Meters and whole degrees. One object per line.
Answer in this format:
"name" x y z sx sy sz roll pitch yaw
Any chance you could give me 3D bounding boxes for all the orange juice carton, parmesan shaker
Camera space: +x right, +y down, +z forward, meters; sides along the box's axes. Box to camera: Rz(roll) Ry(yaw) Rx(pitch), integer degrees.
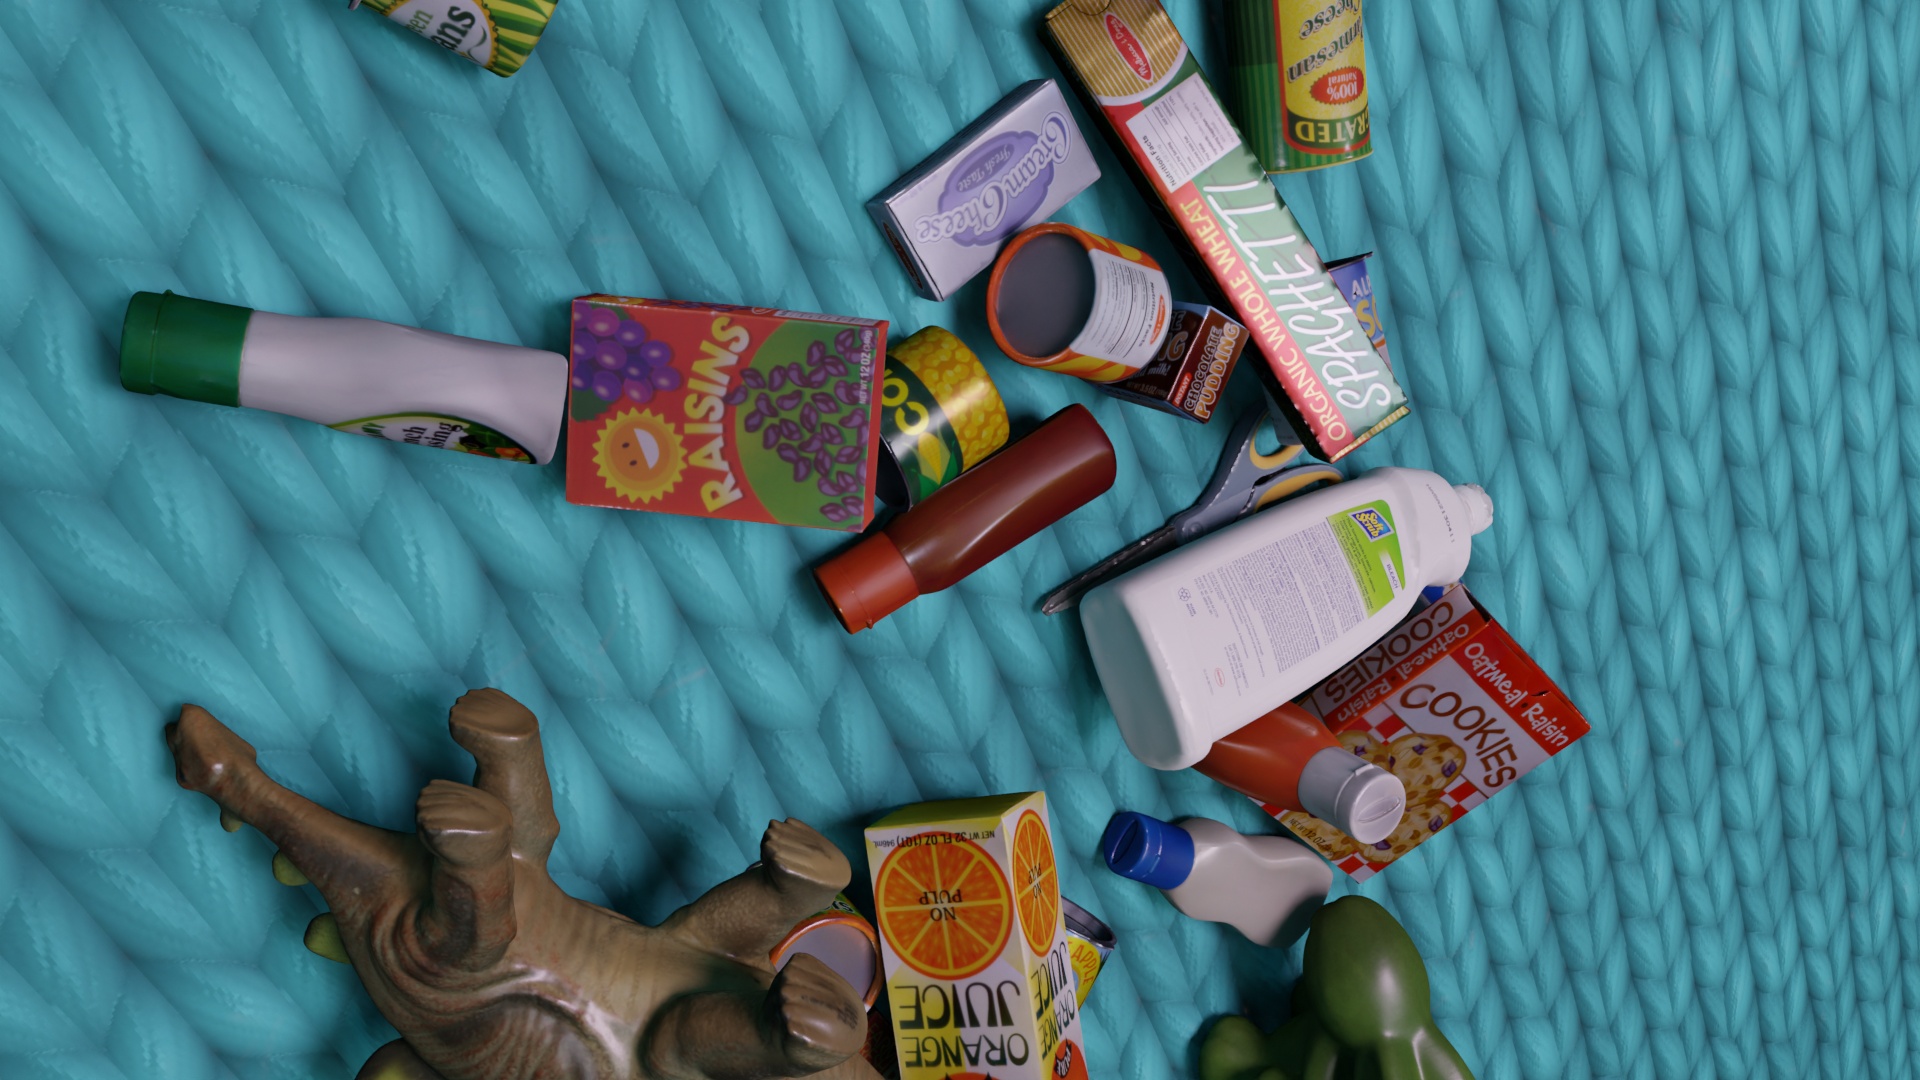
"orange juice carton" 0.012 0.224 0.669 0.073 0.072 0.192 -1 82 -71
"parmesan shaker" 0.161 -0.235 0.675 0.071 0.071 0.102 -20 113 -23

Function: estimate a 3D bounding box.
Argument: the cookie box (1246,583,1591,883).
"cookie box" 0.260 0.117 0.804 0.167 0.040 0.122 -40 122 18

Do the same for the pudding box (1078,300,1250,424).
"pudding box" 0.095 -0.090 0.670 0.030 0.084 0.049 24 92 -31

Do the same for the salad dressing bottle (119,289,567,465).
"salad dressing bottle" -0.225 -0.061 0.517 0.148 0.064 0.044 9 81 -22

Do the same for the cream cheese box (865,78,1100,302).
"cream cheese box" 0.012 -0.162 0.638 0.104 0.024 0.053 -40 120 -13

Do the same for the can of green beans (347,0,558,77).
"can of green beans" -0.176 -0.209 0.496 0.058 0.071 0.071 23 92 -32

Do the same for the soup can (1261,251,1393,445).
"soup can" 0.188 -0.099 0.718 0.071 0.071 0.083 -22 100 -22

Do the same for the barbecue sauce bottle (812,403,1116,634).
"barbecue sauce bottle" 0.002 -0.008 0.658 0.149 0.064 0.044 -31 76 -12

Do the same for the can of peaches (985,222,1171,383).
"can of peaches" 0.052 -0.108 0.639 0.058 0.071 0.071 3 103 -51

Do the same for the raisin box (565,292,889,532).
"raisin box" -0.095 -0.053 0.568 0.123 0.040 0.086 5 103 2

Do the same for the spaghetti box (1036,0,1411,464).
"spaghetti box" 0.125 -0.150 0.654 0.050 0.029 0.249 -35 101 0

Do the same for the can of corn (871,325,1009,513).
"can of corn" -0.020 -0.057 0.624 0.058 0.071 0.071 -35 118 -17

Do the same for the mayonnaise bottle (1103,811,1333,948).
"mayonnaise bottle" 0.148 0.192 0.805 0.148 0.041 0.064 24 98 -31

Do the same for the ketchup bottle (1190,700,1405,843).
"ketchup bottle" 0.166 0.111 0.728 0.065 0.149 0.043 -18 111 -24

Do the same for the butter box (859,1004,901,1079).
"butter box" -0.036 0.267 0.716 0.024 0.053 0.103 -42 120 -15

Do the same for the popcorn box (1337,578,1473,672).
"popcorn box" 0.279 0.067 0.843 0.126 0.038 0.085 42 82 -31

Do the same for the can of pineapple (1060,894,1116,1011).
"can of pineapple" 0.041 0.221 0.736 0.071 0.071 0.058 28 90 -32

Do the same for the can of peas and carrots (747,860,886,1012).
"can of peas and carrots" -0.077 0.196 0.670 0.071 0.059 0.070 -9 108 -27
